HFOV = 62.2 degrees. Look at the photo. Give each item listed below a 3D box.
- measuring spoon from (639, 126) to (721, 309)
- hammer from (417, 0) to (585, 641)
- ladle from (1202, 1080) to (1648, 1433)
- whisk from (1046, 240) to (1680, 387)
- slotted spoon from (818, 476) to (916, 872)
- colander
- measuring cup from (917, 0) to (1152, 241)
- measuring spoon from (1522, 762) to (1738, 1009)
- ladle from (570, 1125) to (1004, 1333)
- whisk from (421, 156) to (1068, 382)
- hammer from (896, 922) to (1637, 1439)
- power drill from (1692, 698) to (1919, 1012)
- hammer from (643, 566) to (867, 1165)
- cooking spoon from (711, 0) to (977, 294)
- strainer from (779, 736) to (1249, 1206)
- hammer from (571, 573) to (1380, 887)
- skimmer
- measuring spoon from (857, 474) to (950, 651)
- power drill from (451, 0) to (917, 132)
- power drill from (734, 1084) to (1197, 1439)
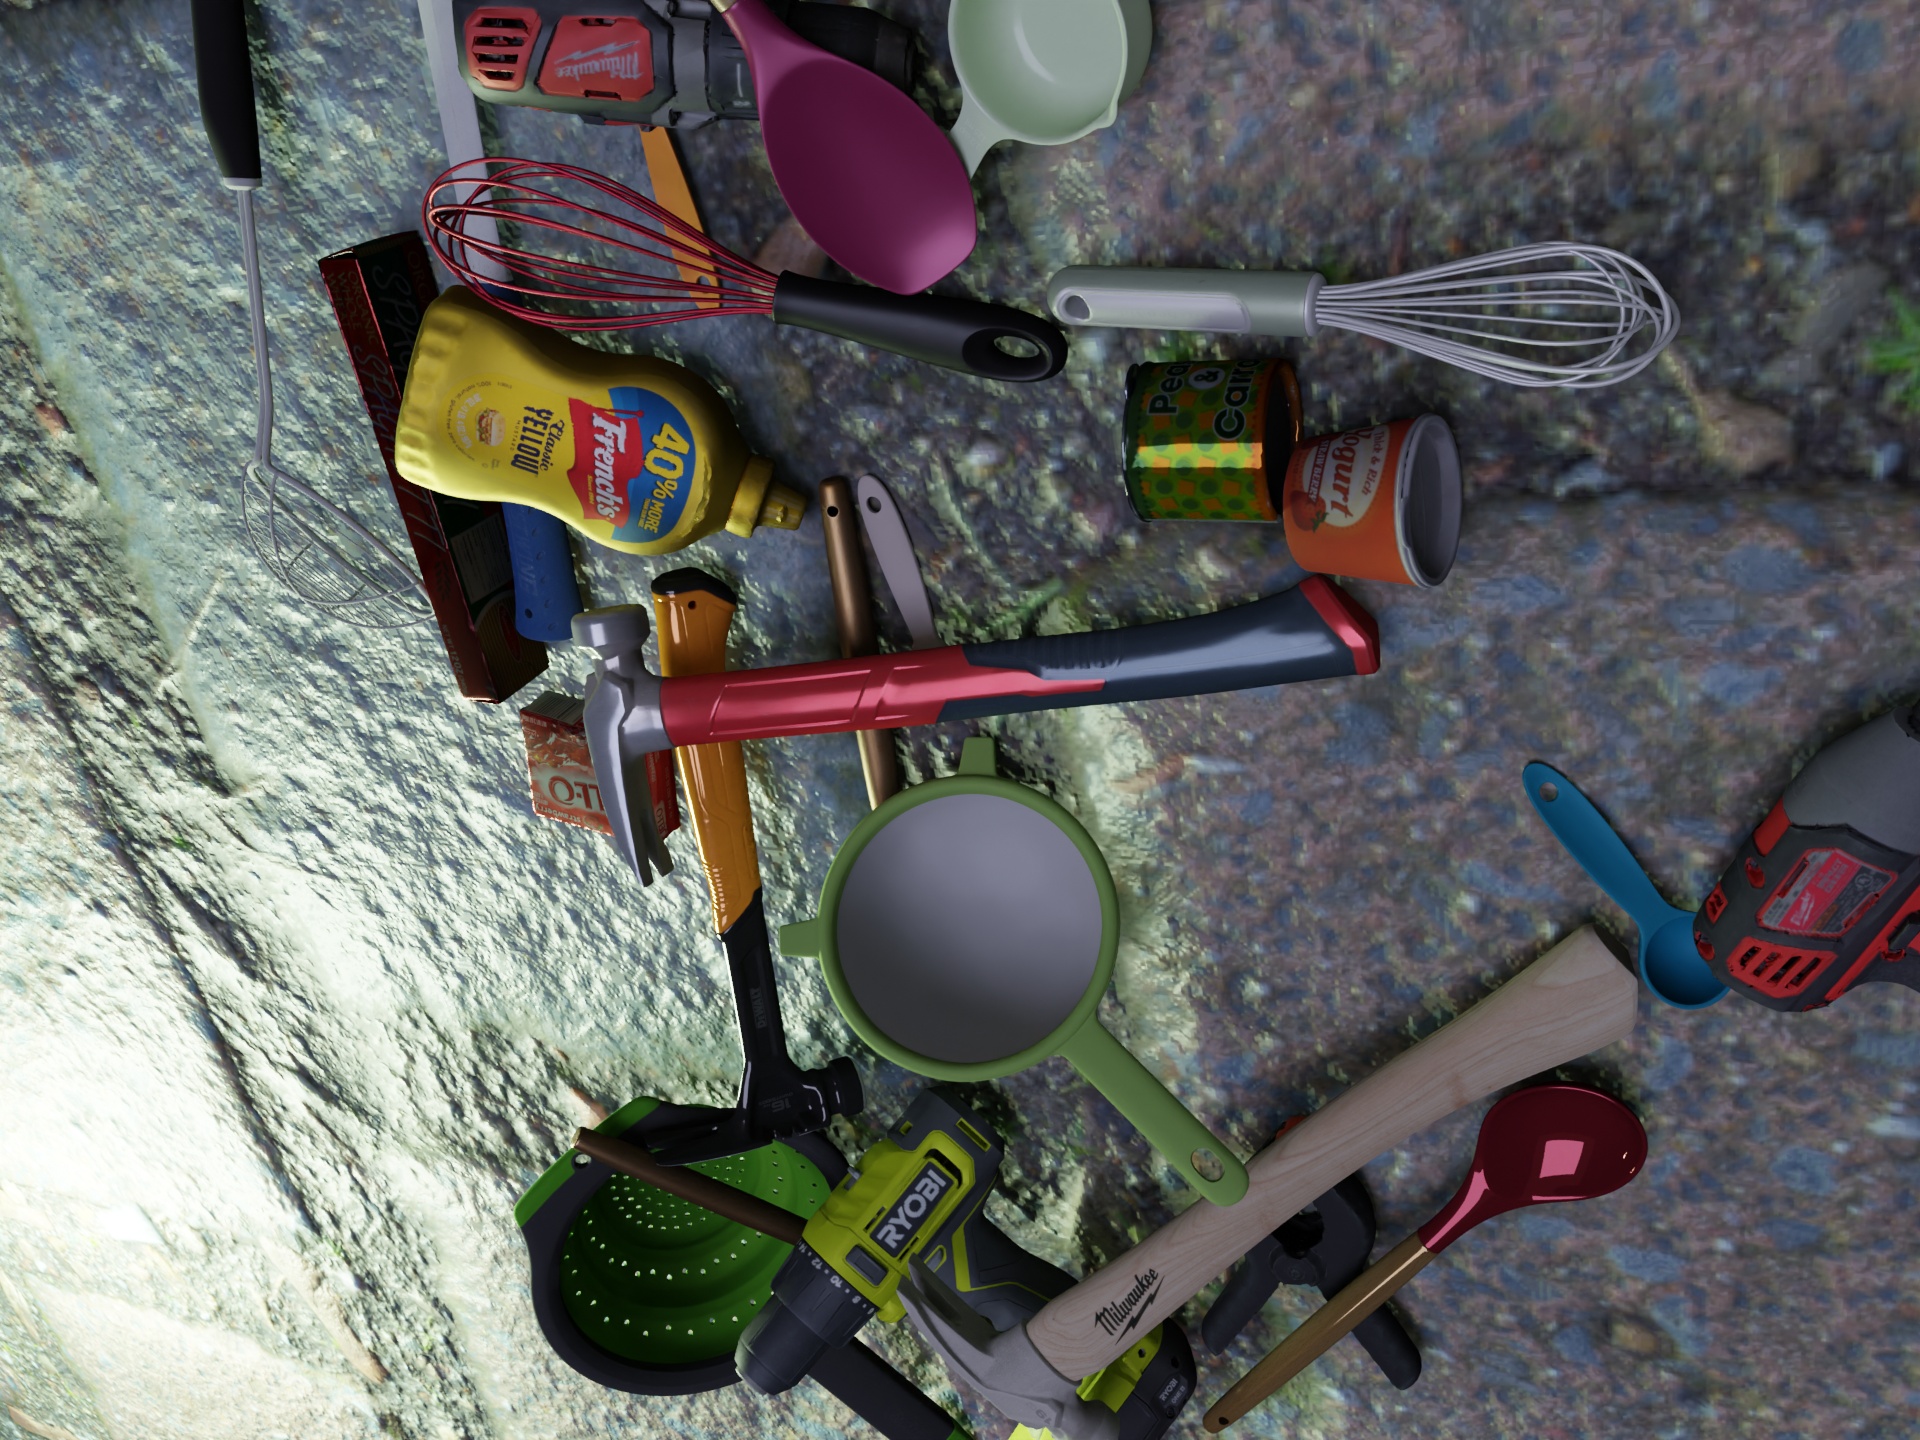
[{"bbox_3d":[-0.130,-0.245,0.733,0.021,0.011,0.116,1,121,28],"label":"measuring spoon"},{"bbox_3d":[-0.228,-0.226,0.777,0.144,0.035,0.405,11,122,23],"label":"hammer"},{"bbox_3d":[0.223,0.282,0.812,0.069,0.031,0.315,38,118,2],"label":"ladle"},{"bbox_3d":[0.145,-0.159,0.614,0.246,0.059,0.057,11,144,28],"label":"whisk"},{"bbox_3d":[-0.040,0.025,0.831,0.070,0.031,0.313,-4,115,10],"label":"slotted spoon"},{"bbox_3d":[-0.123,0.365,1.037,0.204,0.095,0.396,-41,118,-2],"label":"colander"},{"bbox_3d":[0.015,-0.244,0.643,0.083,0.038,0.167,44,140,-3],"label":"measuring cup"},{"bbox_3d":[0.286,0.069,0.693,0.042,0.021,0.128,-39,87,1],"label":"measuring spoon"},{"bbox_3d":[-0.093,0.319,0.946,0.320,0.062,0.078,31,159,-22],"label":"ladle"},{"bbox_3d":[-0.097,-0.190,0.697,0.296,0.073,0.073,13,124,5],"label":"whisk"},{"bbox_3d":[0.146,0.224,0.781,0.146,0.038,0.410,44,113,-5],"label":"hammer"},{"bbox_3d":[0.413,0.084,0.599,0.220,0.078,0.143,28,127,15],"label":"power drill"},{"bbox_3d":[-0.133,0.084,0.867,0.034,0.127,0.336,-145,46,-63],"label":"hammer"},{"bbox_3d":[-0.100,-0.290,0.591,0.069,0.017,0.318,-31,121,19],"label":"cooking spoon"},{"bbox_3d":[0.044,0.141,0.795,0.256,0.069,0.151,43,87,14],"label":"strainer"},{"bbox_3d":[-0.001,-0.002,0.744,0.386,0.038,0.143,-5,102,20],"label":"hammer"},{"bbox_3d":[-0.343,-0.221,0.843,0.127,0.090,0.363,20,117,42],"label":"skimmer"},{"bbox_3d":[-0.028,-0.061,0.780,0.034,0.018,0.124,-7,113,31],"label":"measuring spoon"},{"bbox_3d":[-0.107,-0.342,0.609,0.188,0.080,0.226,7,123,4],"label":"power drill"},{"bbox_3d":[0.003,0.351,0.911,0.228,0.190,0.080,43,166,-7],"label":"power drill"}]
